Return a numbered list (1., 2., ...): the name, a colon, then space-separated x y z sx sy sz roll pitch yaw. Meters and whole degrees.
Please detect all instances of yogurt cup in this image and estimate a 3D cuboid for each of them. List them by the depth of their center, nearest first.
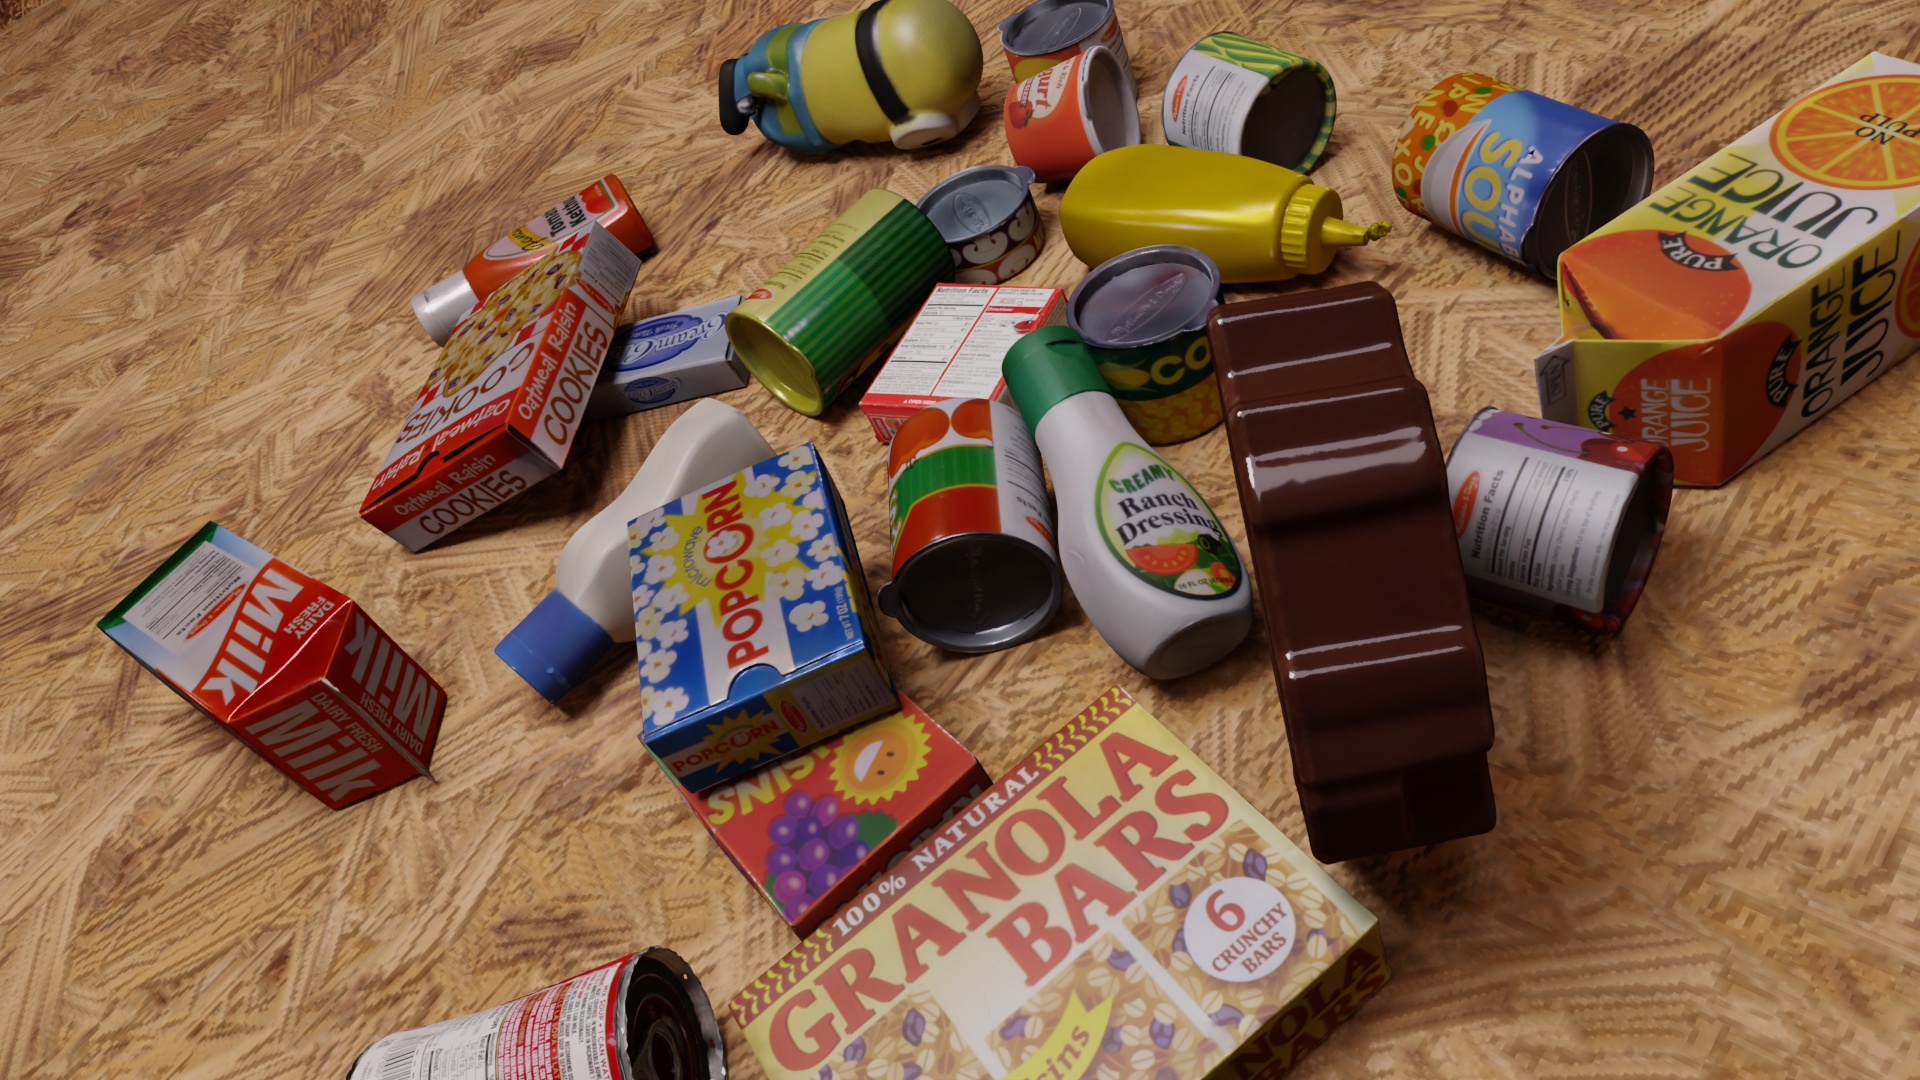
1. yogurt cup: 0.059 -0.225 0.746 0.054 0.072 0.073 -7 46 32

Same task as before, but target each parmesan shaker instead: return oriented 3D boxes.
1. parmesan shaker: -0.057 -0.120 0.698 0.071 0.071 0.103 25 63 41

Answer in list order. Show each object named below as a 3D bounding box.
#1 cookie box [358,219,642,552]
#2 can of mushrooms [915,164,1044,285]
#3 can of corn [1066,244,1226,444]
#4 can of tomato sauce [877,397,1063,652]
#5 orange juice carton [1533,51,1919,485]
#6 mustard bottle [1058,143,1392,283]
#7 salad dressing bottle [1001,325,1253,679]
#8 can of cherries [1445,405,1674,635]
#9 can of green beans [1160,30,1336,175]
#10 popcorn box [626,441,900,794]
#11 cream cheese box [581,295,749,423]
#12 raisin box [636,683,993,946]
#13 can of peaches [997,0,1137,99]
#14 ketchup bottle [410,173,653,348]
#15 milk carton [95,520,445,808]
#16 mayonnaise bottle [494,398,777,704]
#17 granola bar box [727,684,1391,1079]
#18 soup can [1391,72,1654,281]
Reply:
1. cookie box: -0.246 -0.085 0.751 0.122 0.040 0.168 -24 40 30
2. can of mushrooms: 0.012 -0.167 0.734 0.071 0.033 0.071 -14 44 14
3. can of corn: 0.087 -0.083 0.599 0.071 0.058 0.071 -14 44 14
4. can of tomato sauce: 0.002 -0.007 0.561 0.071 0.071 0.083 -17 43 11
5. orange juice carton: 0.285 -0.089 0.499 0.193 0.071 0.073 -33 42 -7
6. mustard bottle: 0.125 -0.149 0.651 0.160 0.048 0.065 18 59 36
7. salad dressing bottle: 0.058 -0.019 0.532 0.064 0.043 0.148 -7 55 -26
8. can of cherries: 0.199 -0.007 0.468 0.058 0.071 0.072 18 59 37
9. can of green beans: 0.144 -0.213 0.692 0.071 0.071 0.058 -37 44 -11
10. popcorn box: -0.079 0.025 0.532 0.085 0.038 0.127 -23 41 2
11. cream cheese box: -0.163 -0.099 0.760 0.104 0.024 0.054 -10 47 17
12. raisin box: -0.054 0.087 0.517 0.086 0.040 0.123 -40 43 -15
13. can of peaches: 0.061 -0.272 0.794 0.071 0.057 0.071 -14 45 14
14. ketchup bottle: -0.267 -0.172 0.867 0.149 0.043 0.065 -31 43 -4
15. milk carton: -0.312 0.060 0.644 0.191 0.072 0.074 17 58 38
16. mayonnaise bottle: -0.143 0.007 0.623 0.041 0.064 0.148 26 67 44
17. granola bar box: 0.027 0.138 0.428 0.166 0.039 0.124 -37 44 -11
18. soup can: 0.234 -0.155 0.590 0.071 0.071 0.084 -35 43 -8
